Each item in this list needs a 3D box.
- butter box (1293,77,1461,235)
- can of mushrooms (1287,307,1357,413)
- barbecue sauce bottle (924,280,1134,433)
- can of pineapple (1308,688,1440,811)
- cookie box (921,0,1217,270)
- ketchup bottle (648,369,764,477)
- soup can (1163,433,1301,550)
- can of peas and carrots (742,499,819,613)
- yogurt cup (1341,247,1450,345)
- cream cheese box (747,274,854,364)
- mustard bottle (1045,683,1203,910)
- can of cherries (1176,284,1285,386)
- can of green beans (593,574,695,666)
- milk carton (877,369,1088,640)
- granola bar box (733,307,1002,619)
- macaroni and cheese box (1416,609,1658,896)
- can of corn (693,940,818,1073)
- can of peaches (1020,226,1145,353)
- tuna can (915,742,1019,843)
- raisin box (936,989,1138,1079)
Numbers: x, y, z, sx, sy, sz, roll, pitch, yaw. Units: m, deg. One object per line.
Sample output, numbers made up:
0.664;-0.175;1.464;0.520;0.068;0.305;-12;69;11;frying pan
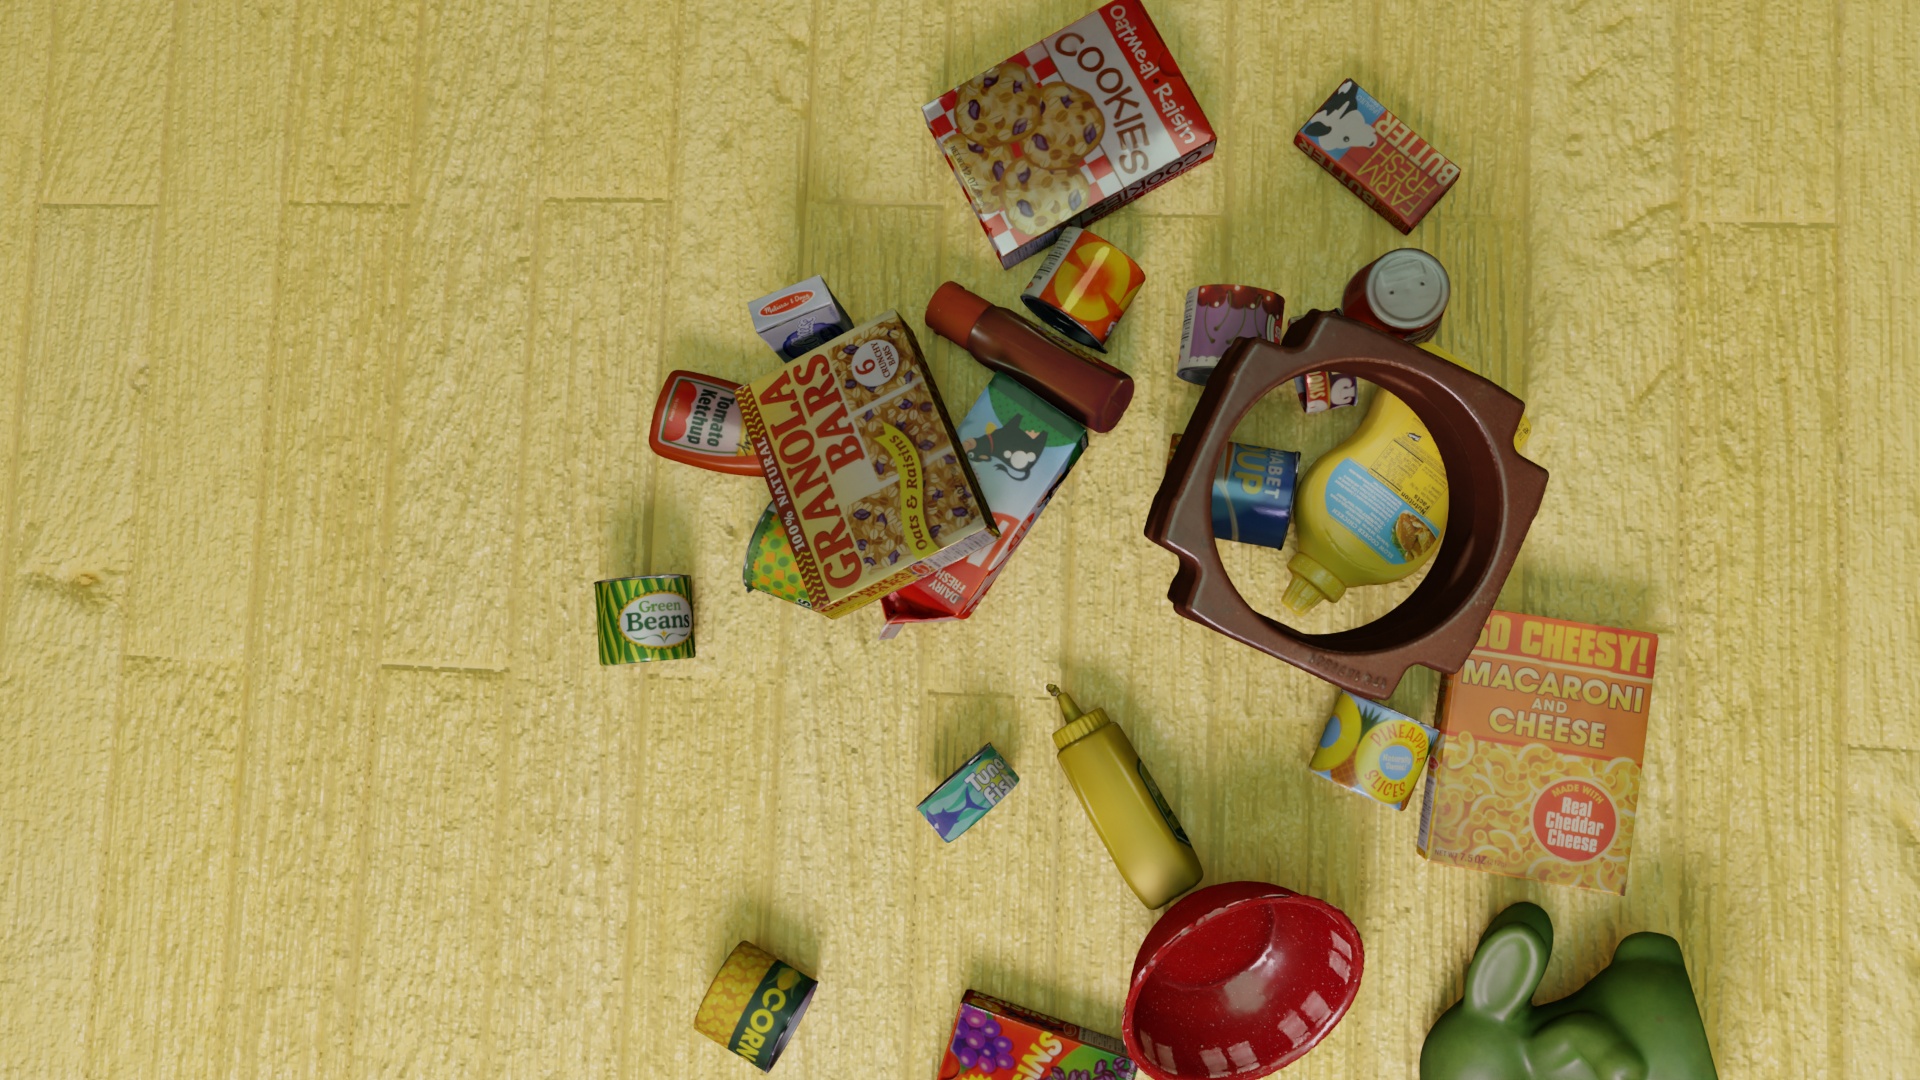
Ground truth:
0.284;-0.261;0.947;0.103;0.024;0.053;43;90;8;butter box
0.239;-0.118;0.917;0.033;0.071;0.071;-10;85;7;can of mushrooms
0.045;-0.127;0.946;0.149;0.065;0.043;32;94;16;barbecue sauce bottle
0.267;0.135;0.895;0.071;0.071;0.058;23;90;7;can of pineapple
0.075;-0.284;0.963;0.167;0.040;0.123;-28;83;3;cookie box
-0.138;-0.072;0.969;0.149;0.043;0.065;15;81;7;ketchup bottle
0.176;-0.035;0.918;0.084;0.071;0.071;10;87;7;soup can
-0.109;0.013;0.948;0.059;0.071;0.071;19;88;7;can of peas and carrots
0.292;-0.161;0.924;0.072;0.054;0.072;-1;85;6;yogurt cup
-0.103;-0.144;0.940;0.053;0.103;0.024;-20;80;4;cream cheese box
0.101;0.162;0.915;0.049;0.065;0.160;-32;79;8;mustard bottle
0.183;-0.135;0.927;0.071;0.071;0.058;7;85;7;can of cherries
-0.217;0.055;0.955;0.071;0.071;0.058;-6;86;6;can of green beans
0.003;-0.012;0.934;0.073;0.072;0.190;35;90;8;milk carton
-0.062;-0.049;0.896;0.124;0.039;0.166;-26;69;9;granola bar box
0.371;0.133;0.899;0.124;0.040;0.166;9;87;7;macaroni and cheese box
-0.137;0.310;0.924;0.058;0.071;0.071;27;89;8;can of corn
0.085;-0.170;0.941;0.071;0.071;0.058;32;89;8;can of peaches
0.007;0.166;0.921;0.071;0.071;0.033;-41;85;2;tuna can
0.048;0.360;0.916;0.123;0.040;0.086;17;88;8;raisin box
